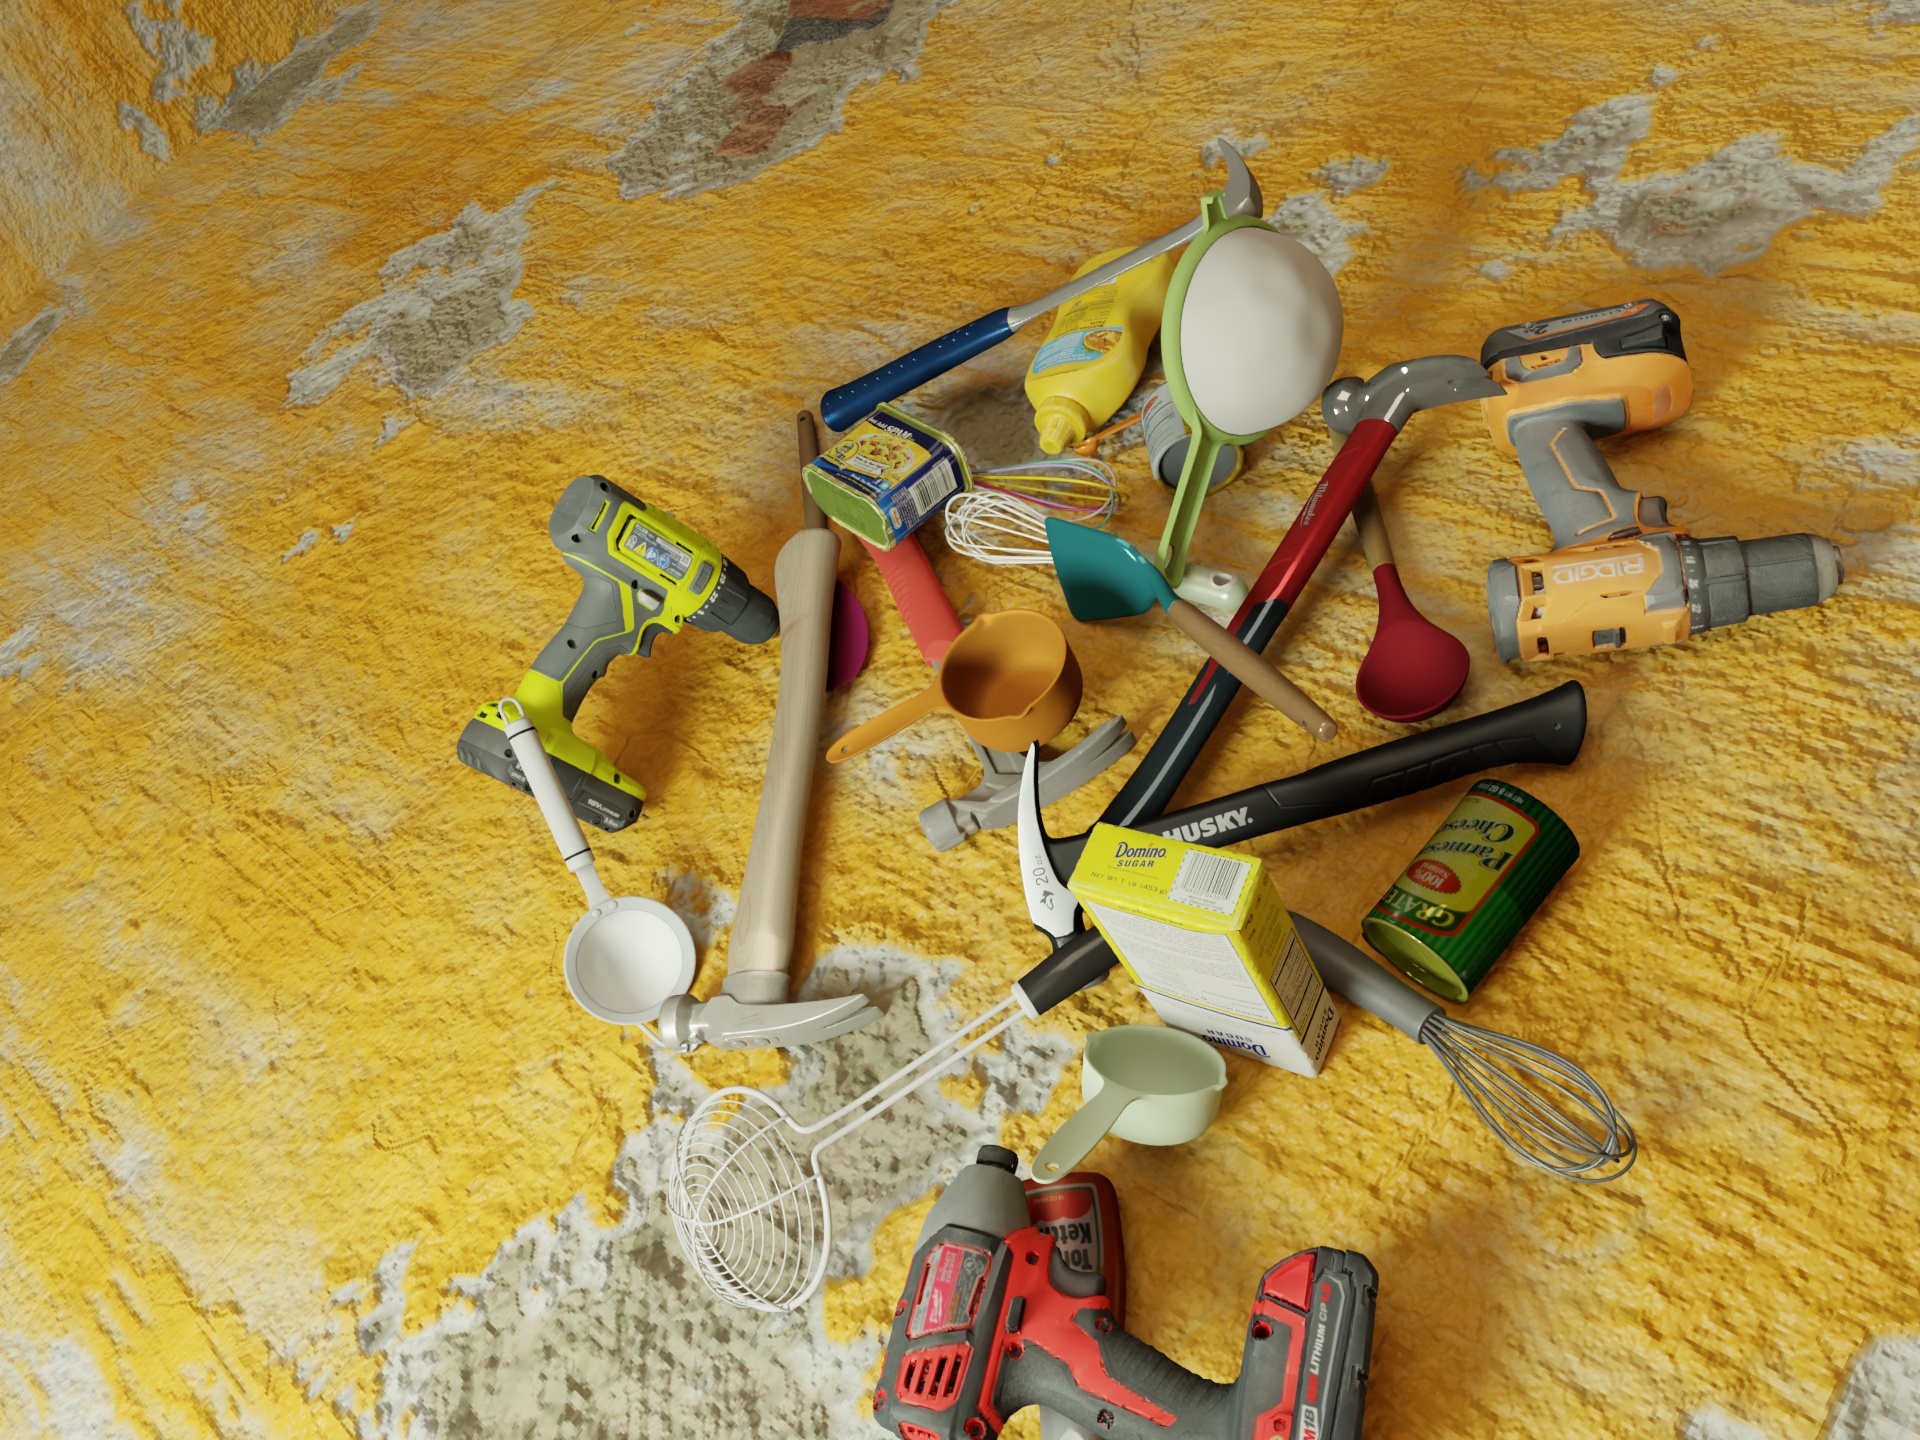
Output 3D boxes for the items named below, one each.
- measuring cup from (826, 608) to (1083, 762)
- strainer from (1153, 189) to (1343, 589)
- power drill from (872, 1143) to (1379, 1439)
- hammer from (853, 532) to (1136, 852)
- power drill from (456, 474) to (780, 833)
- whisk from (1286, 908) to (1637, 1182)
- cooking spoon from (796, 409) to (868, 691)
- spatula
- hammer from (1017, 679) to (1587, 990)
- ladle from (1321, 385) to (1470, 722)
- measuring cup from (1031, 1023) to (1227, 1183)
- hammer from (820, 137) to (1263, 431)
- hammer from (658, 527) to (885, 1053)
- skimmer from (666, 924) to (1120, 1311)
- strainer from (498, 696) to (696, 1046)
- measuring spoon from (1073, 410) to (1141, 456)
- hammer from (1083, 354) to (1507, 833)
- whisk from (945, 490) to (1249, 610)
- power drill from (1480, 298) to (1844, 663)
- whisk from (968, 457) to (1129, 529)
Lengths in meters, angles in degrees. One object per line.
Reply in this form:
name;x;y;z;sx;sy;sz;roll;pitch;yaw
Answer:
measuring cup;-0.002;-0.003;1.030;0.173;0.052;0.095;-28;48;9
strainer;0.188;-0.205;1.040;0.069;0.151;0.256;13;83;47
power drill;0.079;0.287;0.751;0.220;0.078;0.143;8;56;14
hammer;-0.009;-0.070;1.141;0.149;0.036;0.360;-30;47;5
power drill;-0.245;-0.040;1.163;0.080;0.190;0.228;14;75;51
whisk;0.241;0.160;0.826;0.055;0.055;0.239;-46;43;-10
cooking spoon;-0.113;-0.142;1.264;0.069;0.017;0.319;-21;49;13
spatula;0.135;-0.052;0.966;0.044;0.082;0.318;-23;29;-9
hammer;0.193;0.040;0.914;0.335;0.035;0.146;-18;90;7
ladle;0.268;-0.116;1.034;0.069;0.031;0.316;-19;47;18
measuring cup;0.079;0.208;0.818;0.083;0.038;0.167;14;22;29
hammer;0.052;-0.317;1.227;0.405;0.035;0.144;-18;42;35
hammer;-0.110;0.030;1.106;0.146;0.038;0.411;-10;54;20
skimmer;-0.010;0.200;0.909;0.363;0.090;0.127;-33;66;-4
strainer;-0.251;0.101;1.069;0.087;0.050;0.258;-24;87;-21
measuring spoon;0.135;-0.223;1.184;0.117;0.011;0.021;-28;18;-14
hammer;0.194;-0.064;0.984;0.386;0.038;0.143;-57;23;-11
whisk;0.090;-0.116;1.116;0.246;0.059;0.058;19;52;31
power drill;0.405;-0.143;0.948;0.185;0.084;0.226;-7;57;21
whisk;0.026;-0.180;1.210;0.245;0.051;0.047;13;28;40
